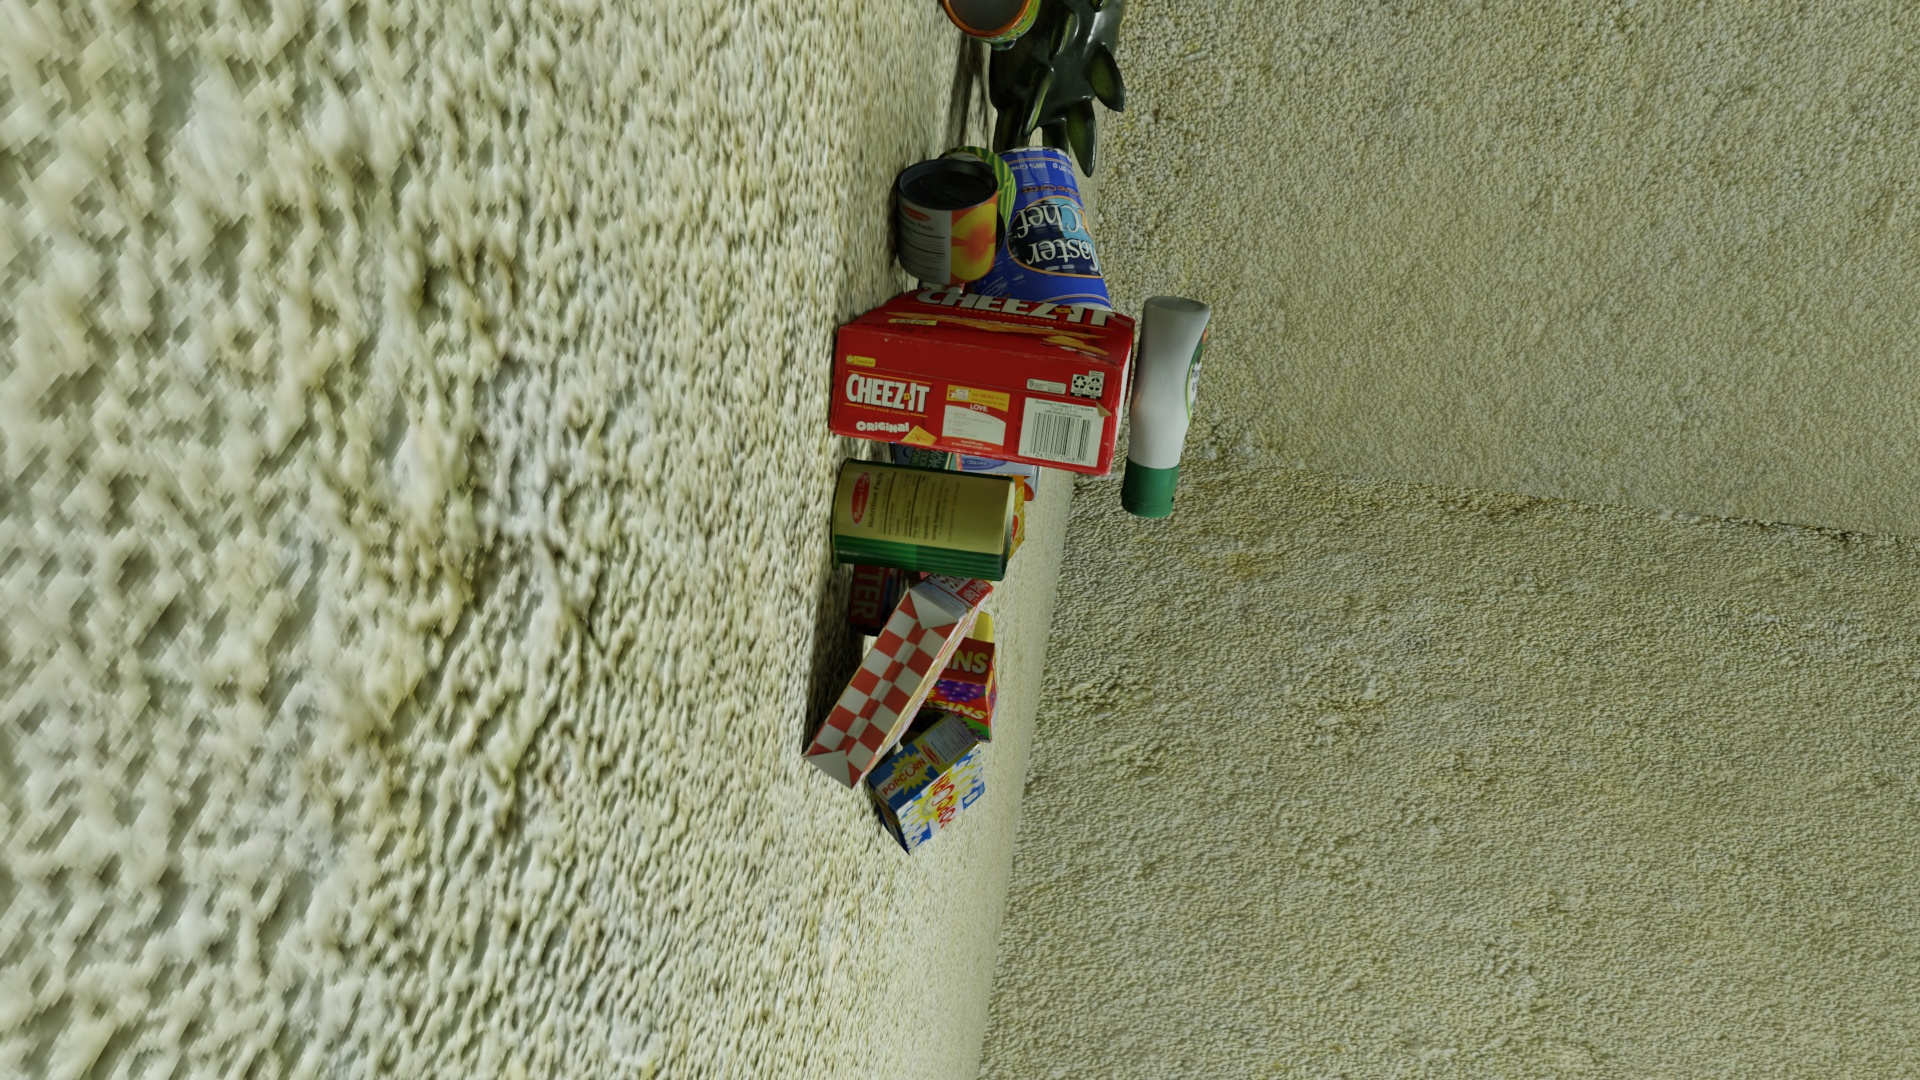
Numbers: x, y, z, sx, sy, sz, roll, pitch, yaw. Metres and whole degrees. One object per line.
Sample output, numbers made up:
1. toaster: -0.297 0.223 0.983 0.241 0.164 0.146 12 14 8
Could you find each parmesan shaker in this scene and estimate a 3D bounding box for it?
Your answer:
1. parmesan shaker: -0.022 -0.010 0.850 0.071 0.103 0.071 4 93 -83

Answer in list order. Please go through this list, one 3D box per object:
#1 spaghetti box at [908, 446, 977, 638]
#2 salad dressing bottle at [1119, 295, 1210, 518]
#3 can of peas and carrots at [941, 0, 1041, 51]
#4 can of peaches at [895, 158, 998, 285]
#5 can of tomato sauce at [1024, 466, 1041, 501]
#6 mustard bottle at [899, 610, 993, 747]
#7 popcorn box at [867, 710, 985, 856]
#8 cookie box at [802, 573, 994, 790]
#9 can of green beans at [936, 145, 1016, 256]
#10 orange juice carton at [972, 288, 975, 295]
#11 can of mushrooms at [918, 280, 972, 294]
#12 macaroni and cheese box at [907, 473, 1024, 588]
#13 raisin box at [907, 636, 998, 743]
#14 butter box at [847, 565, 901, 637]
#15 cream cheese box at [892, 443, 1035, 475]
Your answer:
1. spaghetti box: -0.011 0.009 1.016 0.248 0.029 0.050 83 17 -56
2. salad dressing bottle: 0.136 -0.089 0.939 0.064 0.044 0.147 -64 162 -64
3. can of peas and carrots: 0.022 -0.386 0.985 0.059 0.071 0.070 -58 154 -72
4. can of peaches: -0.007 -0.210 0.912 0.071 0.071 0.057 -76 171 -47
5. can of tomato sauce: 0.033 -0.073 1.306 0.071 0.083 0.071 4 93 -83
6. mustard bottle: -0.020 0.133 1.187 0.048 0.065 0.161 94 14 -68
7. popcorn box: -0.025 0.197 1.113 0.085 0.038 0.126 -37 156 -16
8. cookie box: -0.035 0.080 0.894 0.122 0.040 0.167 -58 175 8
9. can of green beans: 0.004 -0.237 0.987 0.071 0.071 0.058 89 10 -47
10. orange juice carton: 0.058 -0.220 1.281 0.071 0.073 0.194 57 31 -26
11. can of mushrooms: -0.012 -0.175 1.050 0.071 0.033 0.071 5 93 -82
12. macaroni and cheese box: 0.004 -0.014 1.142 0.124 0.040 0.165 -51 157 -28
13. raisin box: -0.015 0.115 1.096 0.123 0.086 0.040 84 16 -61
14. butter box: -0.053 0.011 0.938 0.053 0.024 0.103 67 31 -77
15. cream cheese box: 0.003 -0.072 0.988 0.053 0.104 0.024 88 8 -58
